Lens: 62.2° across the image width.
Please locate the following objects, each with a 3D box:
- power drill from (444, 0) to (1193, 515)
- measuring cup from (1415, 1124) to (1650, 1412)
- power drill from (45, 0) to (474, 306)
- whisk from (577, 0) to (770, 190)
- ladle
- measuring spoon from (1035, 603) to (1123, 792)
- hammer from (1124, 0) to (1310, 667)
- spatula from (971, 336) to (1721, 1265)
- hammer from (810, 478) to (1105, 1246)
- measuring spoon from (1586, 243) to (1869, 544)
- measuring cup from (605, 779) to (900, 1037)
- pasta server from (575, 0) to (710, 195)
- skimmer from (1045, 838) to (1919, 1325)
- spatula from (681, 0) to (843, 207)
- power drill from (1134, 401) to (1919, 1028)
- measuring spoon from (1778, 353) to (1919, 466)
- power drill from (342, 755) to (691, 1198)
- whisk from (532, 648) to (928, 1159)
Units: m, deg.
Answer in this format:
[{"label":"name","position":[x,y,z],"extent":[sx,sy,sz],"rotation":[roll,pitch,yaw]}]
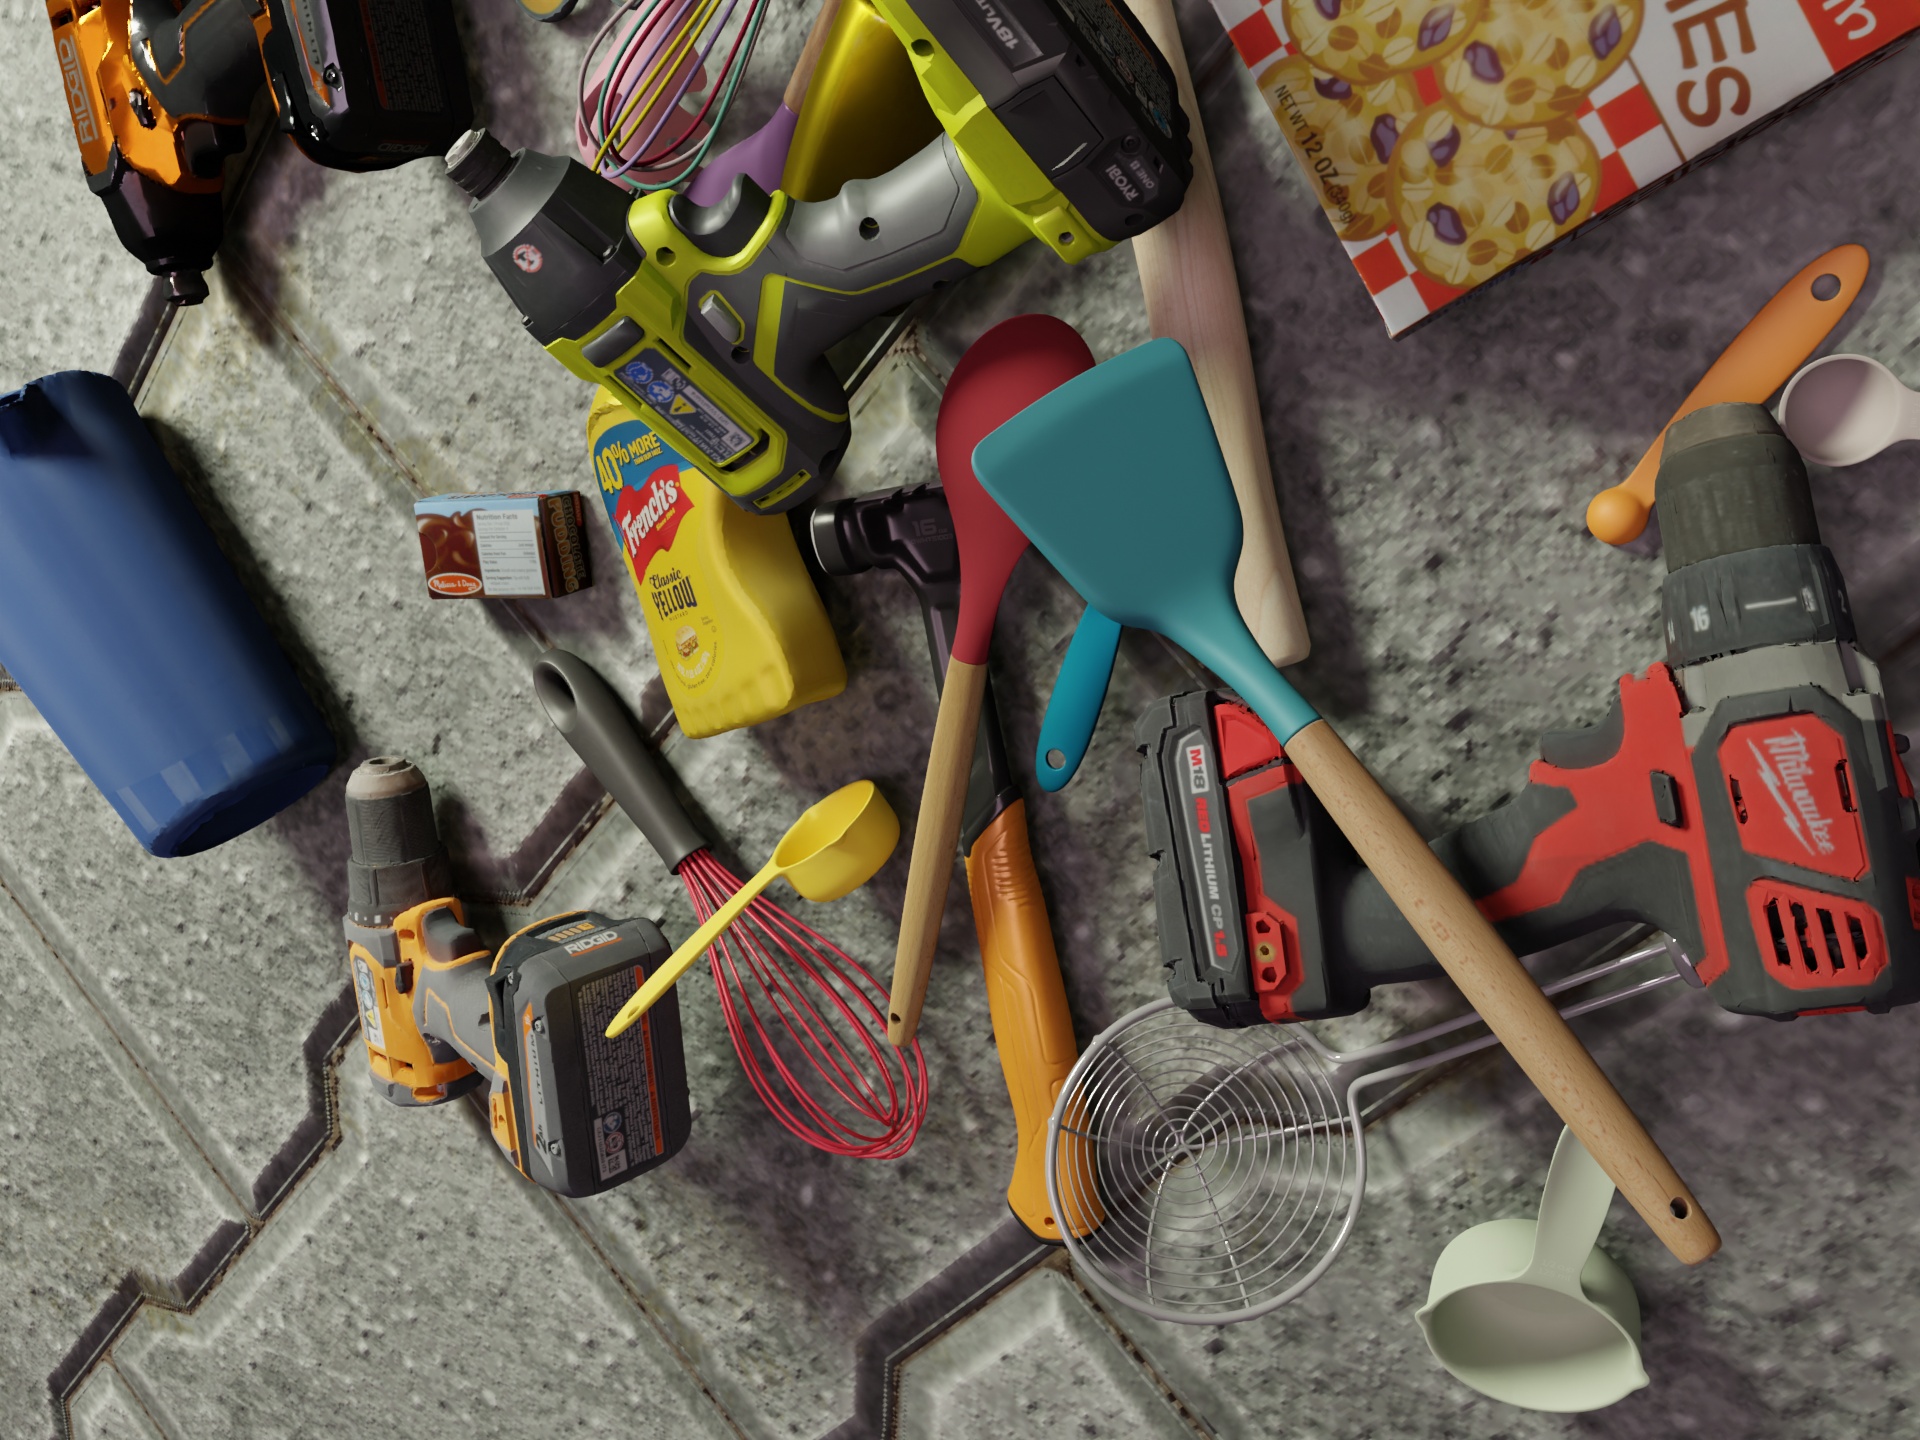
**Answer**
[{"label":"power drill","position":[-0.051,-0.179,0.539],"extent":[0.223,0.080,0.171],"rotation":[-27,129,30]},{"label":"measuring cup","position":[0.215,0.184,0.573],"extent":[0.083,0.038,0.167],"rotation":[11,126,17]},{"label":"power drill","position":[-0.334,-0.290,0.743],"extent":[0.226,0.084,0.164],"rotation":[-1,104,33]},{"label":"whisk","position":[-0.064,-0.290,0.564],"extent":[0.051,0.047,0.245],"rotation":[47,114,11]},{"label":"ladle","position":[-0.001,-0.002,0.632],"extent":[0.069,0.031,0.315],"rotation":[25,117,30]},{"label":"measuring spoon","position":[0.048,-0.027,0.597],"extent":[0.042,0.021,0.128],"rotation":[24,113,19]},{"label":"hammer","position":[0.075,-0.219,0.563],"extent":[0.146,0.038,0.410],"rotation":[-10,100,29]},{"label":"spatula","position":[0.120,0.021,0.482],"extent":[0.082,0.044,0.318],"rotation":[-31,70,-9]},{"label":"hammer","position":[0.025,0.065,0.671],"extent":[0.127,0.034,0.337],"rotation":[-4,102,31]},{"label":"measuring spoon","position":[0.246,-0.103,0.514],"extent":[0.021,0.011,0.117],"rotation":[42,120,12]},{"label":"measuring cup","position":[-0.088,0.088,0.690],"extent":[0.156,0.062,0.029],"rotation":[-44,108,-8]},{"label":"pasta server","position":[-0.075,-0.324,0.591],"extent":[0.060,0.040,0.316],"rotation":[49,127,14]},{"label":"skimmer","position":[0.193,0.115,0.559],"extent":[0.363,0.090,0.127],"rotation":[-31,86,32]},{"label":"spatula","position":[-0.052,-0.255,0.603],"extent":[0.060,0.018,0.315],"rotation":[45,132,6]},{"label":"power drill","position":[0.177,0.009,0.520],"extent":[0.227,0.080,0.188],"rotation":[-11,79,28]},{"label":"measuring spoon","position":[0.316,-0.090,0.482],"extent":[0.124,0.018,0.034],"rotation":[9,102,19]},{"label":"power drill","position":[-0.234,0.119,0.786],"extent":[0.226,0.084,0.185],"rotation":[9,108,43]},{"label":"whisk","position":[-0.115,0.081,0.742],"extent":[0.296,0.073,0.073],"rotation":[52,121,14]}]
